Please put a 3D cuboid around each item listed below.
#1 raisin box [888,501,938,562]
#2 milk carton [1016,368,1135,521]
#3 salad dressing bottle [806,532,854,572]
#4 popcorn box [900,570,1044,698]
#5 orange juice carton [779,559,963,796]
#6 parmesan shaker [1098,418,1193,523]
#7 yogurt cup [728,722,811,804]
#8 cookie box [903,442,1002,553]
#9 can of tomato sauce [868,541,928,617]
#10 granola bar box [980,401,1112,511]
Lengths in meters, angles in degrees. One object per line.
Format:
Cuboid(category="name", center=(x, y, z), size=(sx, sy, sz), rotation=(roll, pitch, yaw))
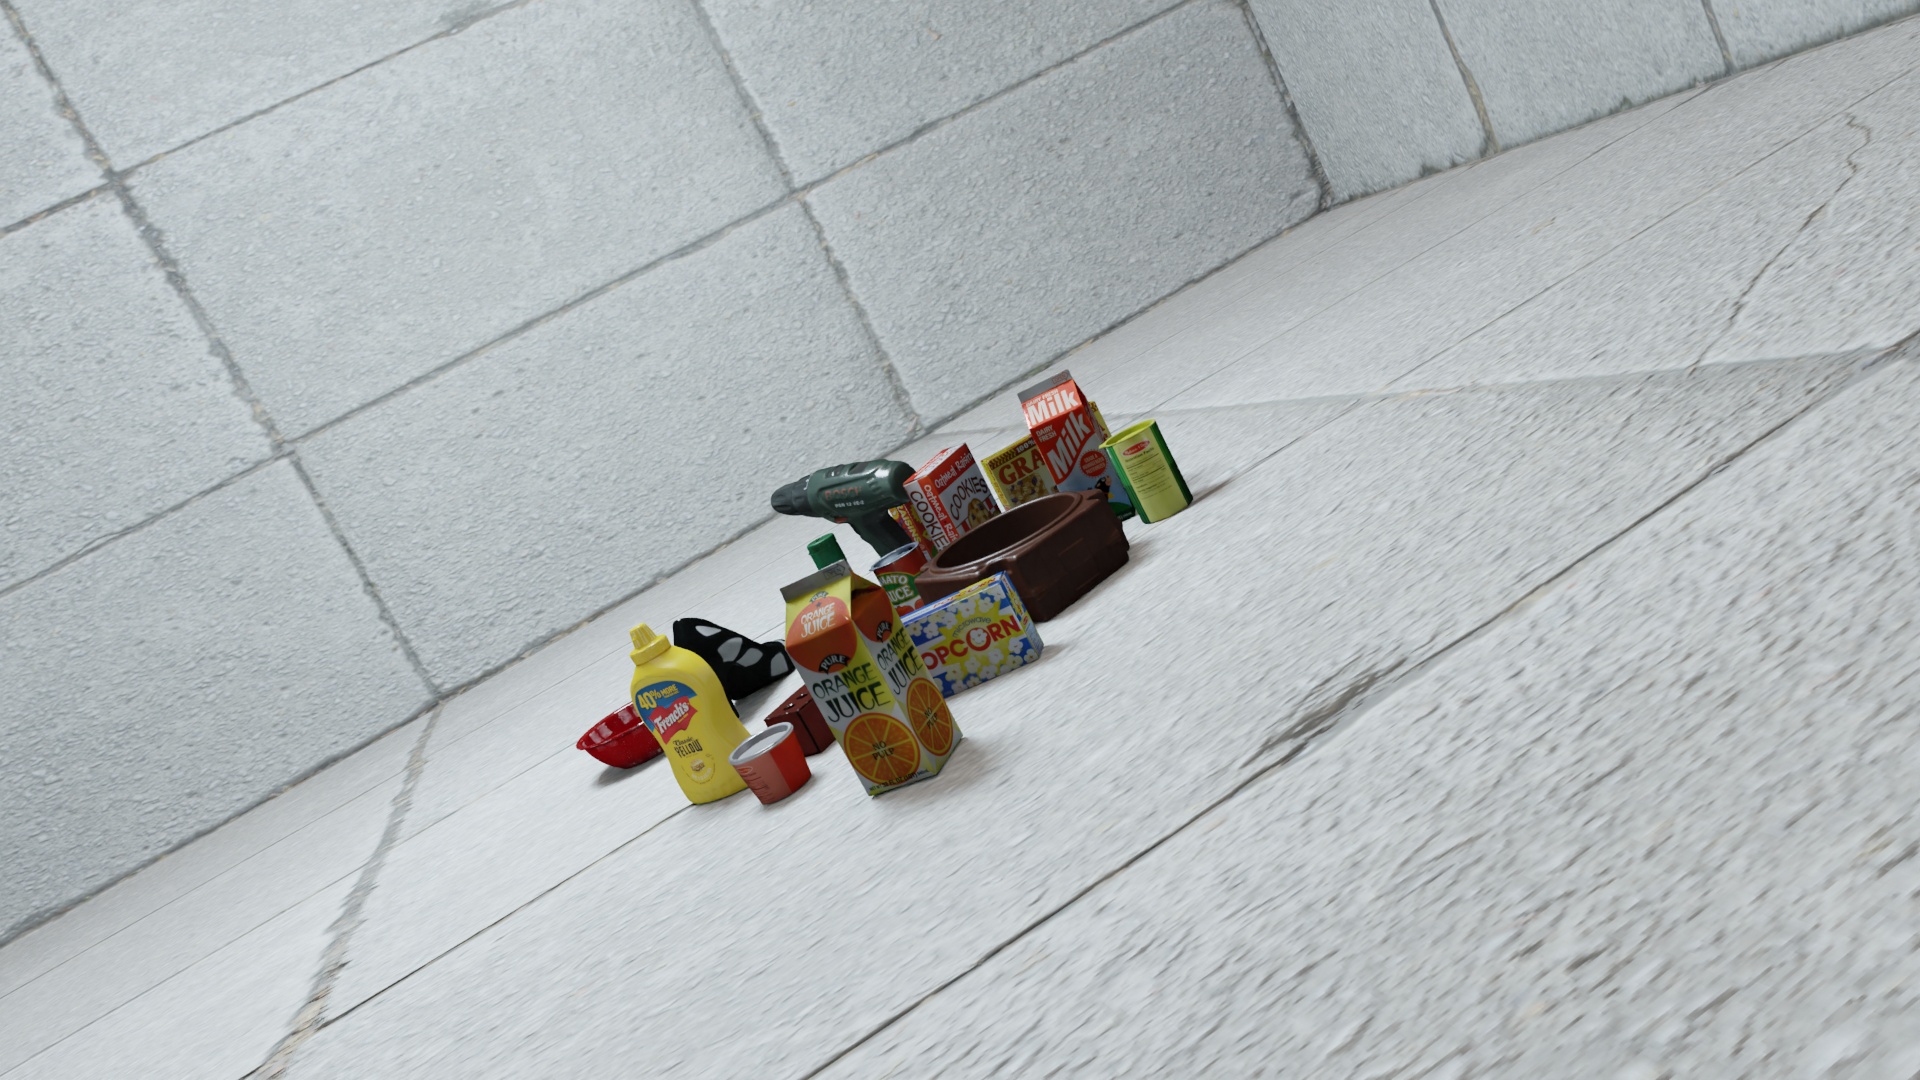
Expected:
Cuboid(category="raisin box", center=(-0.036, -0.021, 1.885), size=(0.086, 0.123, 0.040), rotation=(-35, 12, -36))
Cuboid(category="milk carton", center=(0.140, -0.107, 1.673), size=(0.072, 0.190, 0.074), rotation=(-26, 10, 13))
Cuboid(category="salad dressing bottle", center=(-0.135, 0.063, 1.665), size=(0.044, 0.147, 0.064), rotation=(-27, 10, 8))
Cuboid(category="popcorn box", center=(0.004, 0.095, 1.334), size=(0.126, 0.085, 0.038), rotation=(-25, 10, 16))
Cuboid(category="orange juice carton", center=(-0.081, 0.111, 1.172), size=(0.071, 0.192, 0.073), rotation=(-23, 11, 26))
Cuboid(category="parmesan shaker", center=(0.212, -0.077, 1.588), size=(0.071, 0.103, 0.071), rotation=(-27, 10, 5))
Cuboid(category="yogurt cup", center=(-0.177, 0.212, 1.312), size=(0.072, 0.054, 0.072), rotation=(-27, 10, 5))
Cuboid(category="cookie box", center=(0.006, -0.021, 1.658), size=(0.040, 0.167, 0.123), rotation=(-22, 11, 29))
Cuboid(category="can of tomato sauce", center=(-0.063, 0.055, 1.702), size=(0.071, 0.083, 0.071), rotation=(-27, 10, 5))
Cuboid(category="granola bar box", center=(0.126, -0.088, 1.797), size=(0.166, 0.124, 0.039), rotation=(-30, 10, -13))
